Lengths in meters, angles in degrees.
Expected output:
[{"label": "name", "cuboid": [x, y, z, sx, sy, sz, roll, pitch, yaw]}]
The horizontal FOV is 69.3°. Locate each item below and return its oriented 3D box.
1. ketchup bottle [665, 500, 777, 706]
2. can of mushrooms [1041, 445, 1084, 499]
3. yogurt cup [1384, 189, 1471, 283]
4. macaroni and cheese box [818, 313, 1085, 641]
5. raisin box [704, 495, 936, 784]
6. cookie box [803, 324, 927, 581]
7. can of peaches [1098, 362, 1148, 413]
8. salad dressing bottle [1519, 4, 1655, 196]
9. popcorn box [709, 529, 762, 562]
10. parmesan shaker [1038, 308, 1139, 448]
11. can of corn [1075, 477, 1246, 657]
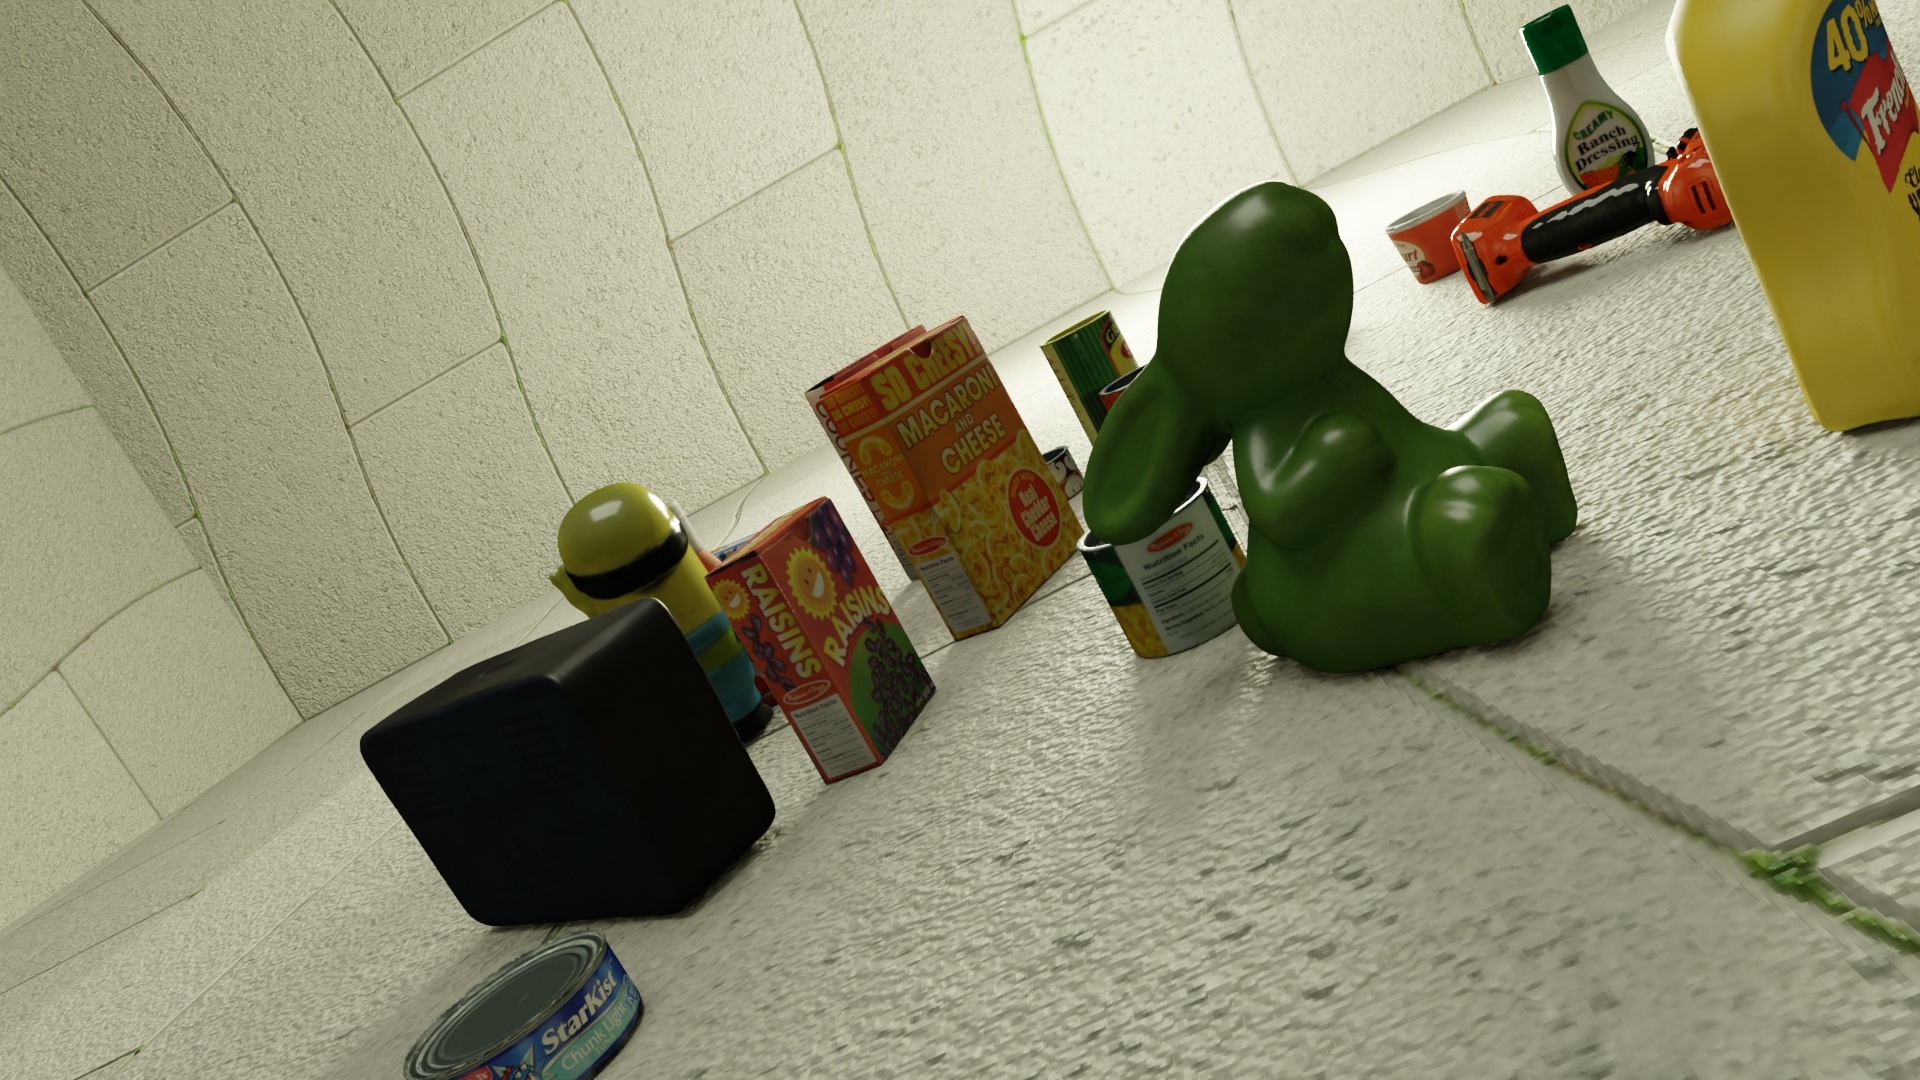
[{"label": "ketchup bottle", "cuboid": [-0.167, 0.045, 0.921, 0.064, 0.148, 0.044, -24, 11, 25]}, {"label": "can of mushrooms", "cuboid": [0.059, -0.042, 1.069, 0.071, 0.033, 0.071, -28, 10, 5]}, {"label": "yogurt cup", "cuboid": [0.384, -0.243, 1.118, 0.072, 0.054, 0.072, -28, 10, 5]}, {"label": "macaroni and cheese box", "cuboid": [0.001, -0.042, 0.847, 0.040, 0.166, 0.124, -21, 12, 38]}, {"label": "raisin box", "cuboid": [-0.069, 0.049, 0.711, 0.040, 0.123, 0.086, -24, 11, 26]}, {"label": "cookie box", "cuboid": [-0.033, -0.071, 1.080, 0.040, 0.167, 0.123, -21, 13, 40]}, {"label": "can of peaches", "cuboid": [0.146, -0.100, 1.048, 0.071, 0.058, 0.071, -28, 10, 5]}, {"label": "salad dressing bottle", "cuboid": [0.452, -0.312, 1.008, 0.064, 0.147, 0.044, -25, 10, 21]}, {"label": "popcorn box", "cuboid": [-0.174, 0.043, 1.132, 0.126, 0.085, 0.038, -19, 14, 44]}, {"label": "parmesan shaker", "cuboid": [0.118, -0.132, 1.153, 0.071, 0.103, 0.071, -28, 10, 5]}, {"label": "can of corn", "cuboid": [0.095, 0.012, 0.634, 0.071, 0.058, 0.071, -28, 10, 5]}]
